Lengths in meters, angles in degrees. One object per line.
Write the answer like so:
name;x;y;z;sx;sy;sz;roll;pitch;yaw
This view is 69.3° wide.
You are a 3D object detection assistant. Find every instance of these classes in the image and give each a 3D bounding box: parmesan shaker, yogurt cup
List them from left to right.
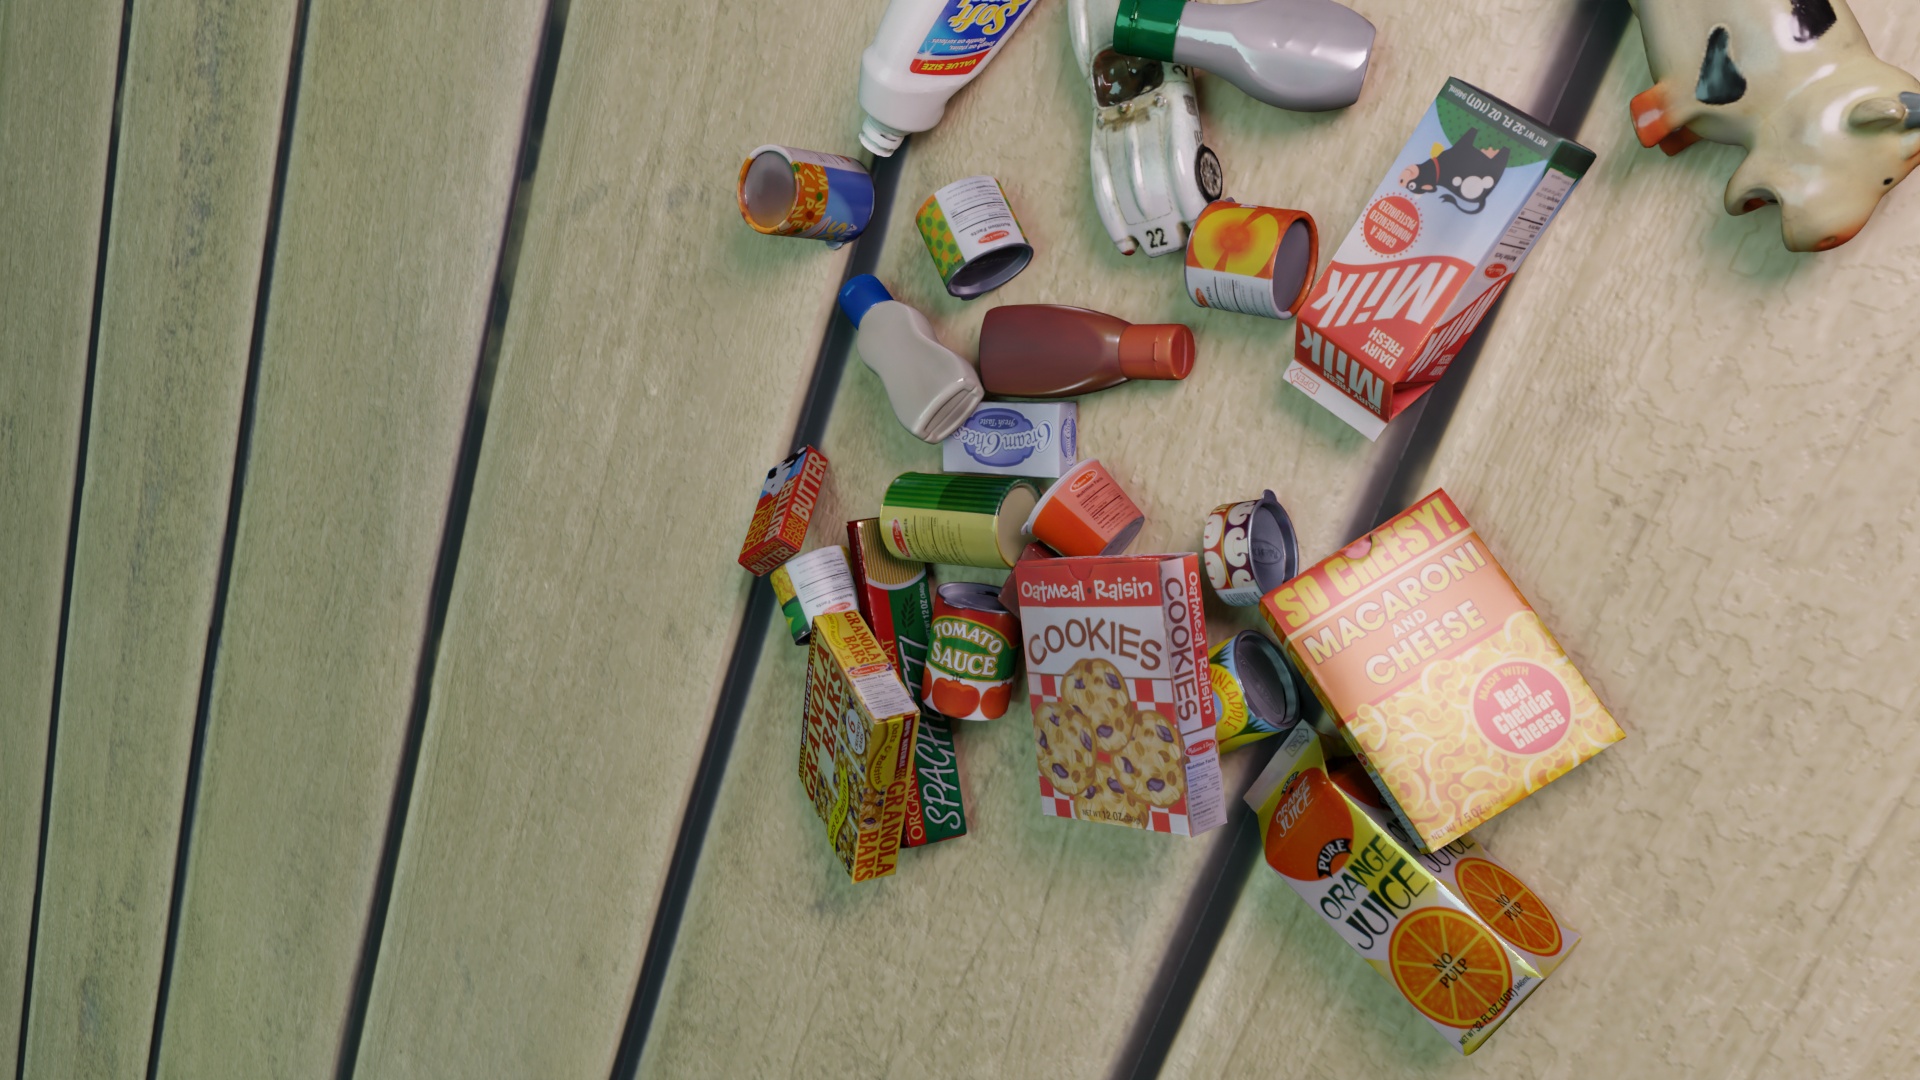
parmesan shaker;0.004;-0.012;0.994;0.103;0.071;0.071;5;98;36
yogurt cup;0.086;-0.014;0.931;0.054;0.072;0.072;44;119;16

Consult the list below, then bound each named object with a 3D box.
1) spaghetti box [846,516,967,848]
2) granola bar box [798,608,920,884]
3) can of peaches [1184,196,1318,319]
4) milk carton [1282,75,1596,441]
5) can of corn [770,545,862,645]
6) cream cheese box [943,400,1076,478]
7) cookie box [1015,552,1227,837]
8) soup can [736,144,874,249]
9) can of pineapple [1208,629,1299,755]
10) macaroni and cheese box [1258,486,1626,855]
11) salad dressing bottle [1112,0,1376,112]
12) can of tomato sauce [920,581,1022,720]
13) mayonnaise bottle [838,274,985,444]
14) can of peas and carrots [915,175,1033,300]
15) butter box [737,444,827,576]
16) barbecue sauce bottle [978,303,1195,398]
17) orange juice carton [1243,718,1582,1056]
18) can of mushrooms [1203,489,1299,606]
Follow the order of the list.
spaghetti box;-0.040;0.105;1.045;0.028;0.050;0.250;168;93;-67
granola bar box;-0.080;0.154;1.037;0.124;0.039;0.164;-127;37;-46
can of peaches;0.178;-0.172;0.841;0.058;0.071;0.071;18;106;35
milk carton;0.258;-0.152;0.776;0.072;0.073;0.189;42;119;26
can of corn;-0.109;0.044;1.085;0.071;0.071;0.058;-31;76;36
cream cheese box;0.034;-0.073;0.988;0.104;0.024;0.053;5;99;37
cookie box;0.097;0.092;0.867;0.123;0.040;0.167;-4;94;48
soup can;-0.117;-0.258;1.046;0.071;0.084;0.071;5;99;37
can of pineapple;0.169;0.097;0.873;0.057;0.071;0.071;-32;76;36
macaroni and cheese box;0.265;0.072;0.779;0.124;0.040;0.167;-31;73;0
salad dressing bottle;0.165;-0.293;0.817;0.148;0.044;0.064;15;88;12
can of tomato sauce;0.008;0.079;0.995;0.071;0.071;0.083;19;107;35
mayonnaise bottle;-0.042;-0.138;1.012;0.064;0.041;0.148;-45;54;14
can of peas and carrots;0.009;-0.210;0.968;0.070;0.071;0.059;-33;75;35
butter box;-0.139;-0.024;1.088;0.053;0.024;0.104;-30;34;36
barbecue sauce bottle;0.083;-0.127;0.933;0.148;0.044;0.064;6;98;36
orange juice carton;0.254;0.195;0.817;0.193;0.073;0.071;44;121;26
can of mushrooms;0.180;0.005;0.858;0.033;0.071;0.071;-9;90;39
